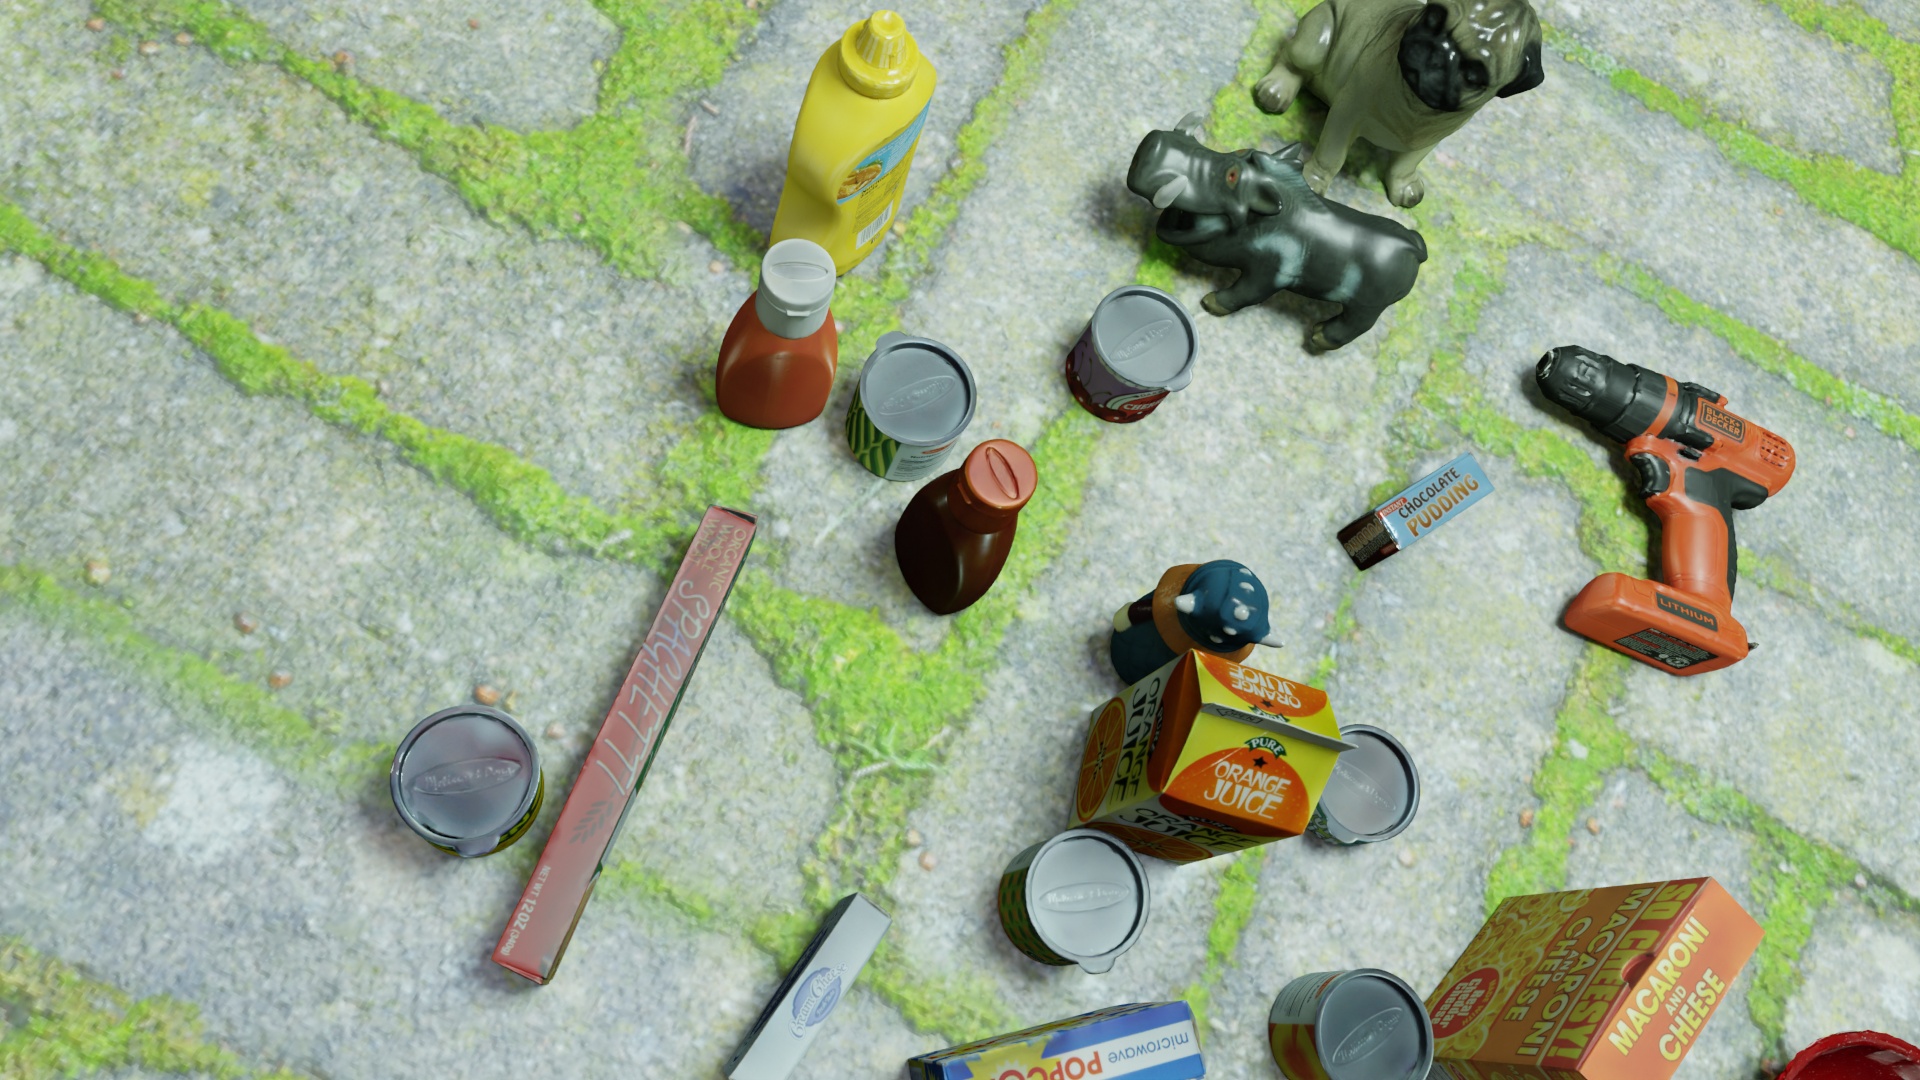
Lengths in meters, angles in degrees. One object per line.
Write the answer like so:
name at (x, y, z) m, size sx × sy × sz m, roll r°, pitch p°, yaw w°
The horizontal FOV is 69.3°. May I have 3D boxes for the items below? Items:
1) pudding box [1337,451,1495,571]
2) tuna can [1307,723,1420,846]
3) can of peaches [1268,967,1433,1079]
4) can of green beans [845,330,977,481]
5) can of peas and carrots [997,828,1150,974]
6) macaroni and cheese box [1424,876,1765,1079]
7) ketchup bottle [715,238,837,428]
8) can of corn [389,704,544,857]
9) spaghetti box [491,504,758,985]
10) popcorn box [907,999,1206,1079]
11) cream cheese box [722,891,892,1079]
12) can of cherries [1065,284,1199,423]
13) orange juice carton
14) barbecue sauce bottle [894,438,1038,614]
pudding box at (0.278, -0.018, 0.849) m, size 0.084 × 0.049 × 0.030 m, roll -29°, pitch 81°, yaw -21°
tuna can at (0.222, 0.142, 0.789) m, size 0.071 × 0.032 × 0.071 m, roll 4°, pitch 71°, yaw -12°
can of peaches at (0.205, 0.262, 0.730) m, size 0.071 × 0.058 × 0.071 m, roll 4°, pitch 71°, yaw -12°
can of green beans at (-0.029, -0.074, 0.788) m, size 0.071 × 0.057 × 0.071 m, roll 4°, pitch 71°, yaw -12°
can of peas and carrots at (0.058, 0.188, 0.719) m, size 0.071 × 0.058 × 0.071 m, roll 4°, pitch 71°, yaw -12°
macaroni and cheese box at (0.305, 0.232, 0.706) m, size 0.124 × 0.166 × 0.040 m, roll -42°, pitch 85°, yaw -22°
ketchup bottle at (-0.094, -0.106, 0.734) m, size 0.065 × 0.148 × 0.043 m, roll 0°, pitch 72°, yaw -14°
can of corn at (-0.235, 0.120, 0.670) m, size 0.071 × 0.058 × 0.071 m, roll 4°, pitch 71°, yaw -12°
spaghetti box at (-0.164, 0.097, 0.700) m, size 0.029 × 0.050 × 0.251 m, roll 24°, pitch 68°, yaw -5°
popcorn box at (0.045, 0.257, 0.677) m, size 0.127 × 0.085 × 0.038 m, roll -9°, pitch 74°, yaw -16°
cream cheese box at (-0.075, 0.222, 0.677) m, size 0.024 × 0.053 × 0.104 m, roll 37°, pitch 67°, yaw 0°
can of cherries at (0.103, -0.108, 0.832) m, size 0.071 × 0.058 × 0.071 m, roll 4°, pitch 71°, yaw -12°
orange juice carton at (0.120, 0.109, 0.689) m, size 0.072 × 0.192 × 0.073 m, roll 18°, pitch 69°, yaw -7°
barbecue sauce bottle at (0.003, -0.009, 0.725) m, size 0.044 × 0.148 × 0.065 m, roll -23°, pitch 78°, yaw -20°
